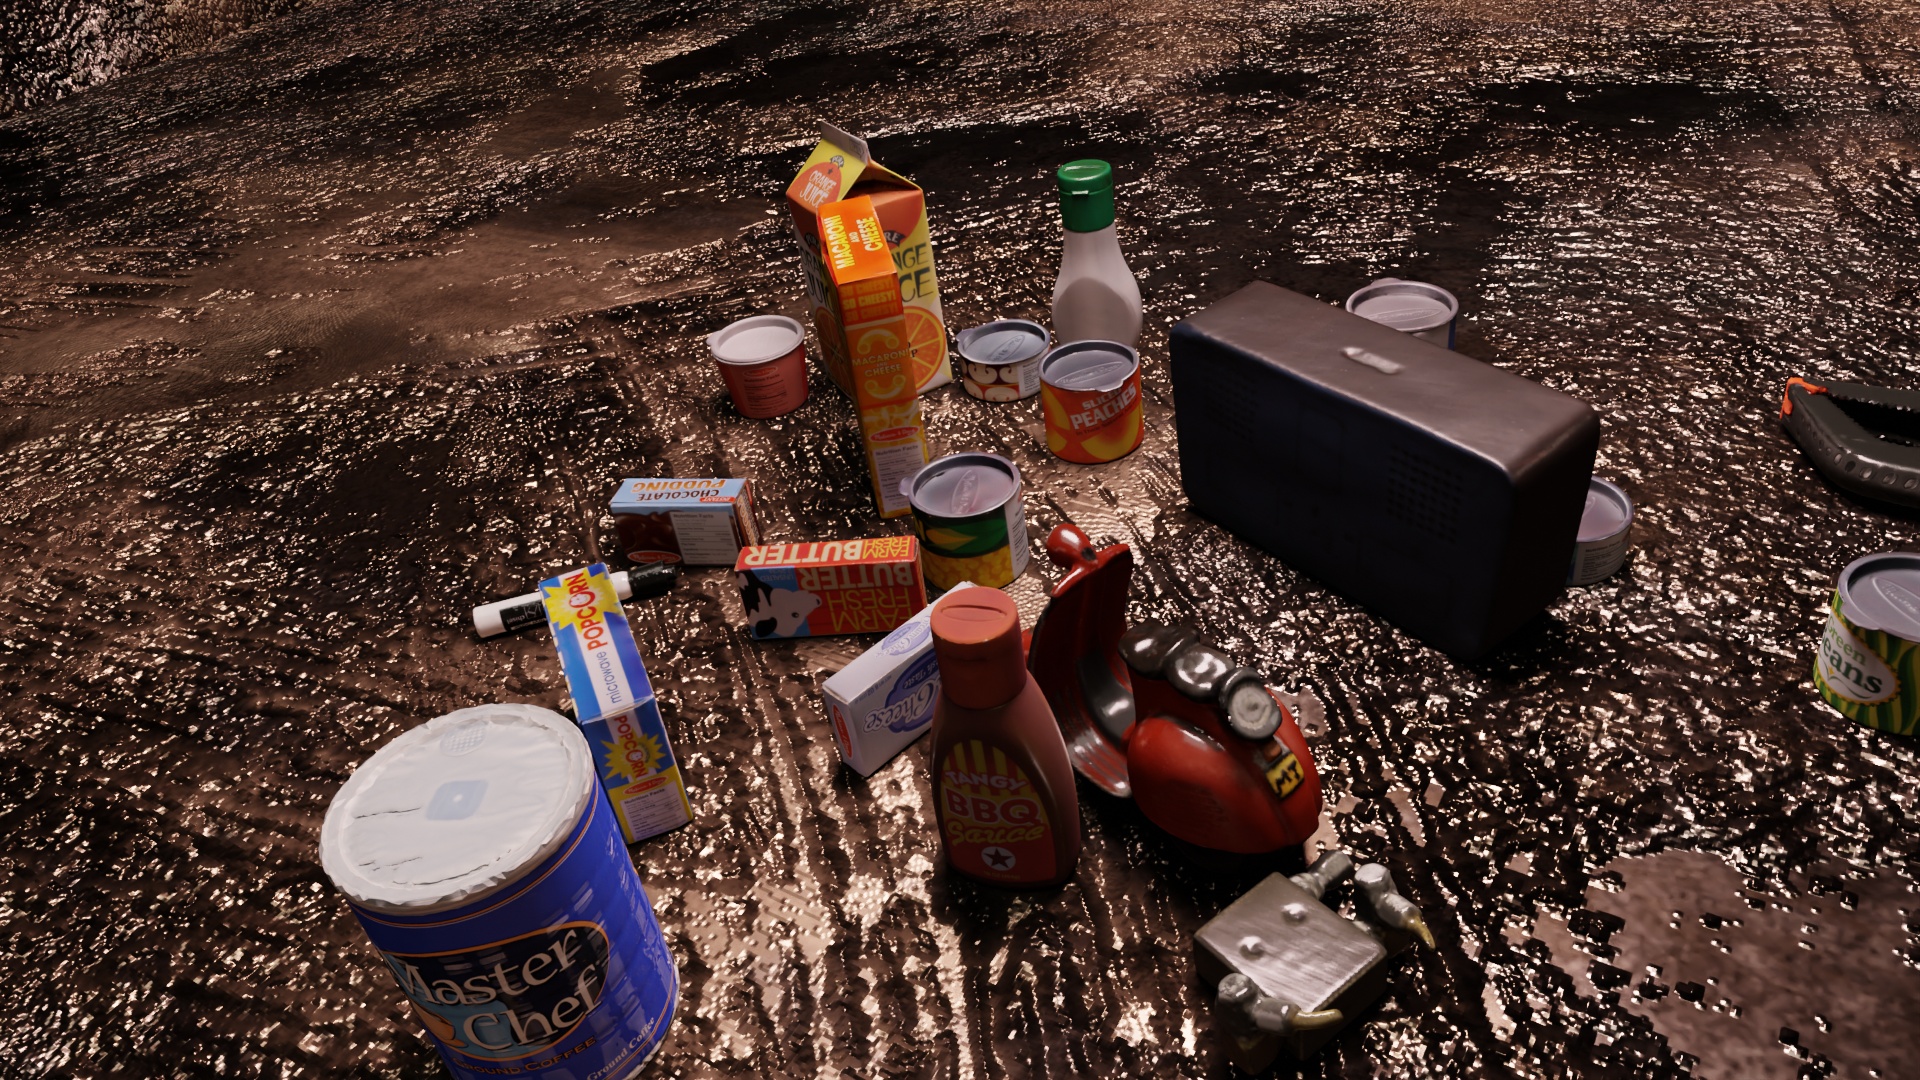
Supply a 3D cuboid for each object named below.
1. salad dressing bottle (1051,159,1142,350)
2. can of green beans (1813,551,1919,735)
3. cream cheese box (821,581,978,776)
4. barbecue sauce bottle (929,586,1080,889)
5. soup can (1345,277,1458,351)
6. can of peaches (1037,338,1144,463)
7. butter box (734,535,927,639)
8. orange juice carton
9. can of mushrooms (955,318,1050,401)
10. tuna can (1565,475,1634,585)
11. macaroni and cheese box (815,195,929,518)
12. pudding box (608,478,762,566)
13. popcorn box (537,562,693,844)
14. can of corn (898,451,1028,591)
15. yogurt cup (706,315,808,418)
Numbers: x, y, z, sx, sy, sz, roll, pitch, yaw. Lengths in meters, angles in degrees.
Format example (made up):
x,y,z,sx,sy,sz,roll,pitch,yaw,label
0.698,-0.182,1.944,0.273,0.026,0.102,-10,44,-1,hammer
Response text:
x,y,z,sx,sy,sz,roll,pitch,yaw,label
0.092,-0.188,0.965,0.064,0.147,0.044,3,37,16,salad dressing bottle
0.437,0.048,0.642,0.071,0.057,0.071,-6,36,5,can of green beans
-0.023,0.070,0.717,0.024,0.053,0.104,26,48,39,cream cheese box
0.015,0.088,0.604,0.065,0.147,0.044,3,38,17,barbecue sauce bottle
0.275,-0.113,0.875,0.071,0.083,0.072,-6,36,5,soup can
0.087,-0.090,0.908,0.071,0.057,0.071,-6,36,5,can of peaches
-0.071,0.027,0.787,0.103,0.052,0.024,-4,36,7,butter box
-0.065,-0.194,0.969,0.073,0.191,0.072,-24,38,-19,orange juice carton
0.031,-0.130,0.995,0.071,0.033,0.071,-6,36,5,can of mushrooms
0.329,-0.008,0.763,0.071,0.032,0.071,-6,36,5,tuna can
-0.055,-0.117,0.884,0.040,0.165,0.124,-12,36,-4,macaroni and cheese box
-0.171,-0.012,0.865,0.084,0.049,0.030,0,37,13,pudding box
-0.177,0.081,0.710,0.038,0.084,0.127,-20,37,-14,popcorn box
0.003,-0.010,0.817,0.071,0.058,0.071,-6,36,5,can of corn
-0.142,-0.125,1.010,0.072,0.053,0.073,-6,36,5,yogurt cup
